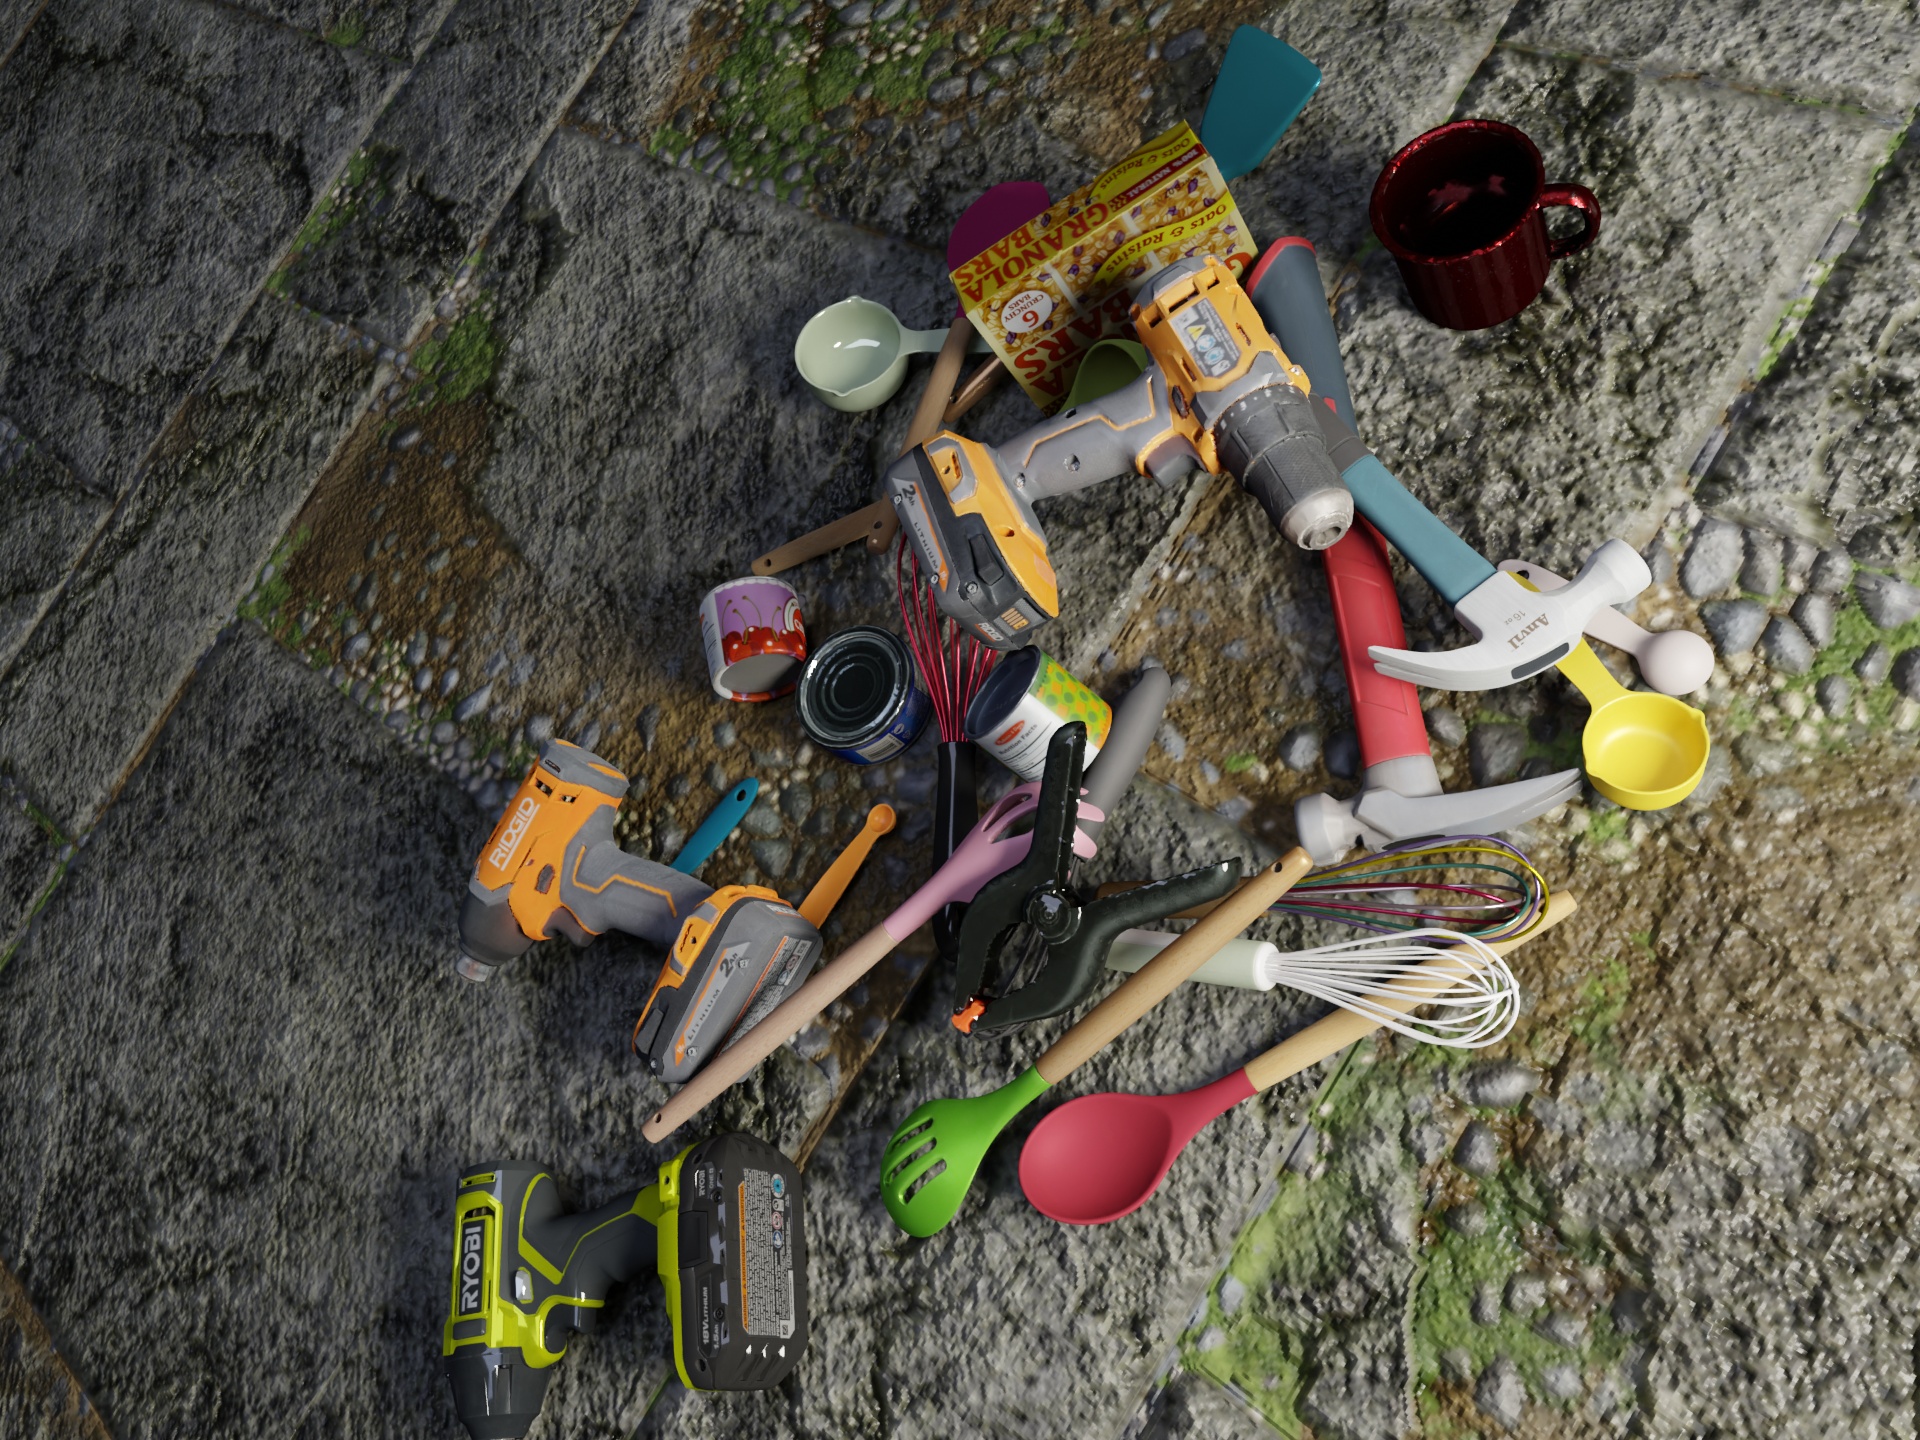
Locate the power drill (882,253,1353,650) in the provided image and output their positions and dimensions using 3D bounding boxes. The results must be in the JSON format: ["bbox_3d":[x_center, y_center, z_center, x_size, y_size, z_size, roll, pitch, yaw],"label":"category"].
[{"bbox_3d":[0.088,-0.126,0.866,0.226,0.084,0.186,-32,61,13],"label":"power drill"}]

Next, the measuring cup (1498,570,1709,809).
[{"bbox_3d":[0.318,-0.018,0.810,0.062,0.029,0.157,-28,52,2],"label":"measuring cup"}]

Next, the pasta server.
[{"bbox_3d":[-0.054,0.137,0.885,0.316,0.040,0.060,-40,45,8],"label":"pasta server"}]

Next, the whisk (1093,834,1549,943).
[{"bbox_3d":[0.178,0.095,0.822,0.245,0.047,0.051,-6,49,35],"label":"whisk"}]

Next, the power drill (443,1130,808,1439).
[{"bbox_3d":[-0.201,0.331,0.916,0.223,0.080,0.171,-18,62,25],"label":"power drill"}]

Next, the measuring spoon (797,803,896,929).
[{"bbox_3d":[-0.075,0.101,0.981,0.021,0.011,0.117,38,94,38],"label":"measuring spoon"}]

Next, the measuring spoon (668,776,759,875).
[{"bbox_3d":[-0.178,0.084,1.033,0.128,0.021,0.042,-49,56,4],"label":"measuring spoon"}]

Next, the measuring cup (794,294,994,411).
[{"bbox_3d":[-0.029,-0.249,1.089,0.167,0.038,0.083,0,67,10],"label":"measuring cup"}]

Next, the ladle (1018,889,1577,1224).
[{"bbox_3d":[0.170,0.169,0.812,0.315,0.031,0.069,-32,52,11],"label":"ladle"}]

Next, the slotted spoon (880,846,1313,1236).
[{"bbox_3d":[0.061,0.167,0.833,0.313,0.031,0.070,-43,42,18],"label":"slotted spoon"}]

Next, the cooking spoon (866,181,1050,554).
[{"bbox_3d":[-0.005,-0.241,1.046,0.069,0.017,0.319,7,62,24],"label":"cooking spoon"}]

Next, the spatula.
[{"bbox_3d":[0.098,-0.311,1.032,0.317,0.044,0.082,-43,57,5],"label":"spatula"}]

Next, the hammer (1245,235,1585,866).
[{"bbox_3d":[0.231,-0.116,0.889,0.143,0.038,0.387,-15,64,21],"label":"hammer"}]

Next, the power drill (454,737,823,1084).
[{"bbox_3d":[-0.213,0.131,0.982,0.227,0.084,0.164,31,91,27],"label":"power drill"}]

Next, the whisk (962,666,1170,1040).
[{"bbox_3d":[0.061,0.073,0.897,0.055,0.055,0.239,20,77,33],"label":"whisk"}]

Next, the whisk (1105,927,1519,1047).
[{"bbox_3d":[0.162,0.125,0.805,0.246,0.058,0.059,1,106,41],"label":"whisk"}]

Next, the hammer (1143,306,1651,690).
[{"bbox_3d":[0.208,-0.144,0.870,0.128,0.033,0.331,-39,58,5],"label":"hammer"}]

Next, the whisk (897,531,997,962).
[{"bbox_3d":[-0.002,-0.003,0.955,0.073,0.073,0.296,-8,72,25],"label":"whisk"}]

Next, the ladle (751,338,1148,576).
[{"bbox_3d":[-0.008,-0.154,1.022,0.320,0.062,0.078,-20,86,23],"label":"ladle"}]

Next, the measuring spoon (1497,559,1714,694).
[{"bbox_3d":[0.329,-0.054,0.823,0.124,0.018,0.034,38,91,35],"label":"measuring spoon"}]
